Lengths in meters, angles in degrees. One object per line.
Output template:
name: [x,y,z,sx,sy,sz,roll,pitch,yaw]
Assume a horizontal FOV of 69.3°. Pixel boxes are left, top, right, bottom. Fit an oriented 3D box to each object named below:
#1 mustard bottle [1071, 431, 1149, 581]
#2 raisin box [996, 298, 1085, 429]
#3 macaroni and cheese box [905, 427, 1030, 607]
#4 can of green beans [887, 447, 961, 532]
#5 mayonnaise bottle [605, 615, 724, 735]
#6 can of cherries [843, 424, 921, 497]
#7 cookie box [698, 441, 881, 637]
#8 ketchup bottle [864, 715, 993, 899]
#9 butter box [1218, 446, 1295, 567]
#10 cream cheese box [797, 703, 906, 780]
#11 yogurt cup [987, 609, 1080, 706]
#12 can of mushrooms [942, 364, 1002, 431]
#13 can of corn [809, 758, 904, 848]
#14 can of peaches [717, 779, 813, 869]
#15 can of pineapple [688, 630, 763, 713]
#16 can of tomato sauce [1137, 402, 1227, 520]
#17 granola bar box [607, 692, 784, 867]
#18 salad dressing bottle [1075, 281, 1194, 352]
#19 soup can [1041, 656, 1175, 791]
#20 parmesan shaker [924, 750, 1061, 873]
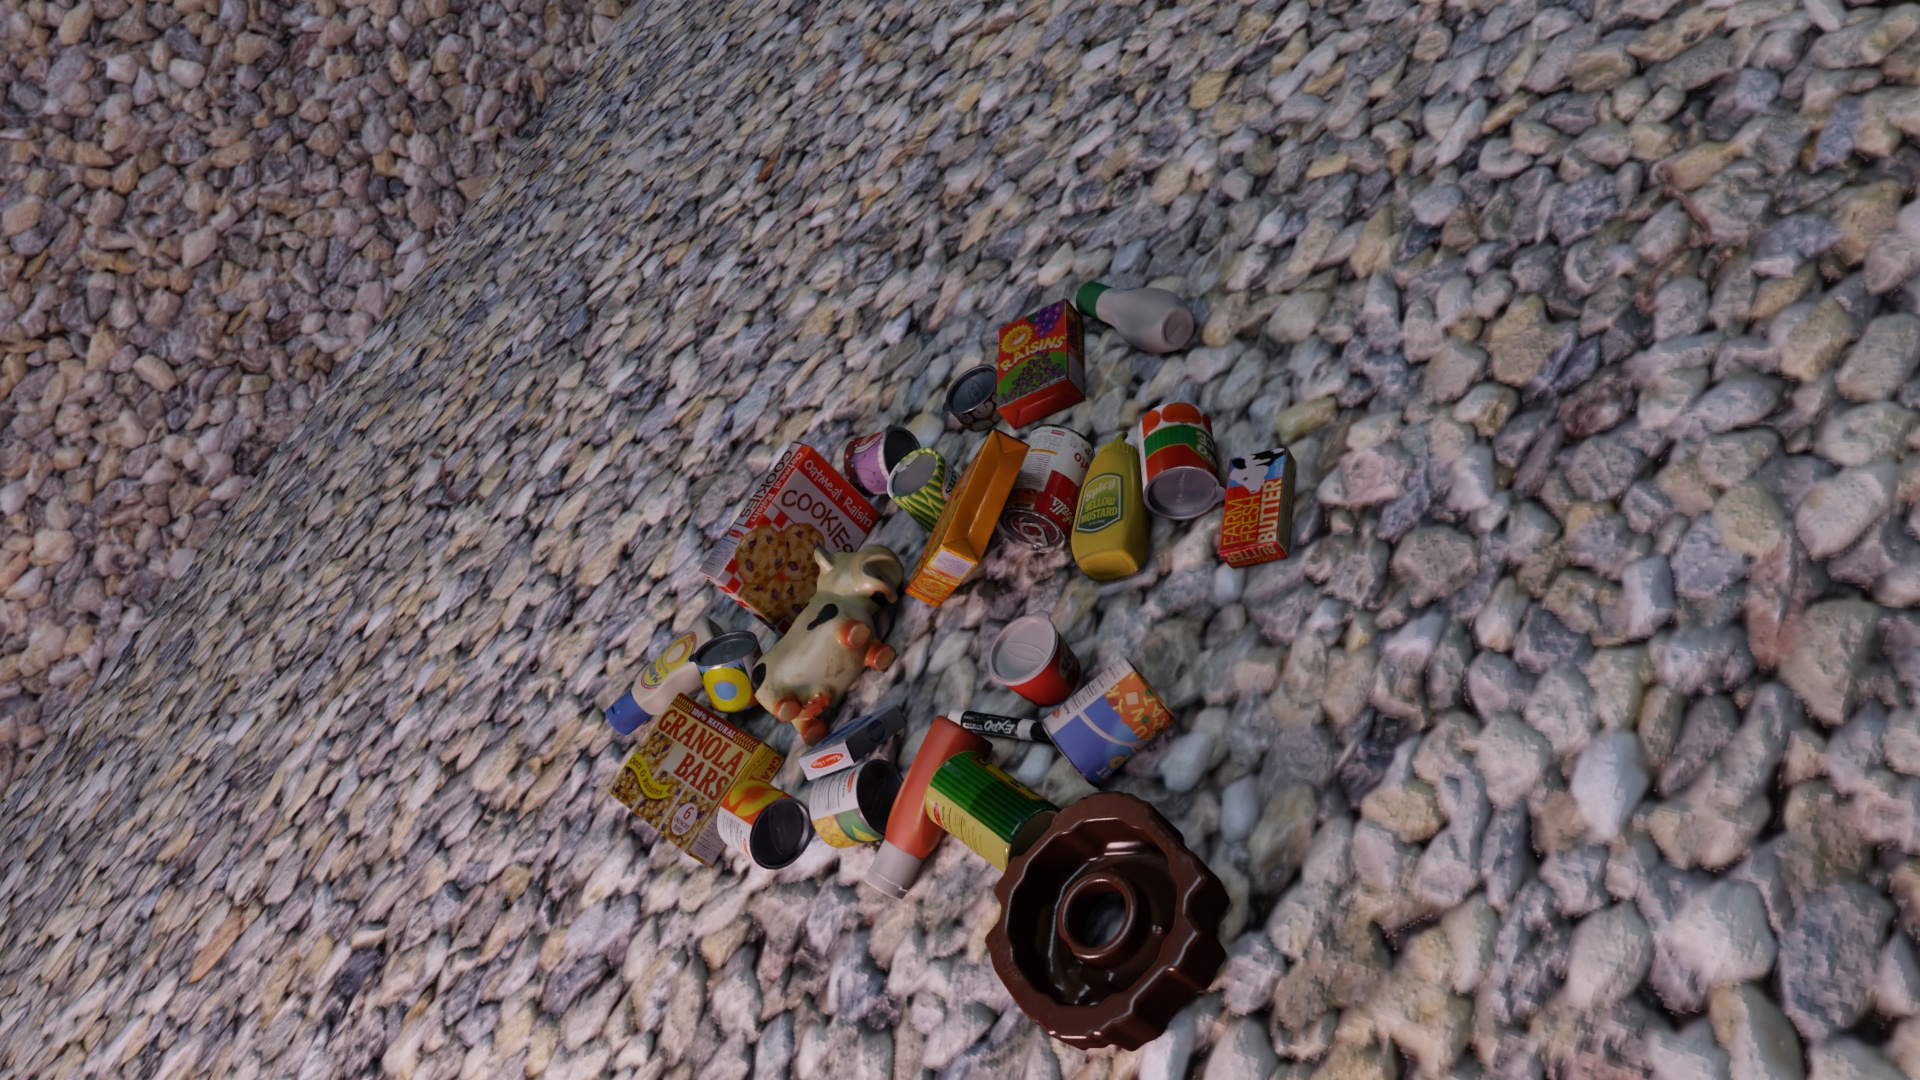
mustard bottle: [0.137,-0.040,1.246,0.065,0.048,0.161,-16,46,29]
raisin box: [0.083,-0.183,1.435,0.086,0.040,0.124,-22,44,27]
macaroni and cheese box: [0.005,-0.016,1.277,0.124,0.040,0.166,-66,5,-20]
can of green beans: [-0.031,-0.051,1.400,0.071,0.057,0.071,-24,42,24]
mayonnaise bottle: [-0.312,0.148,1.480,0.148,0.041,0.065,-40,40,4]
can of cherries: [-0.082,-0.085,1.466,0.058,0.071,0.072,-10,49,37]
cookie box: [-0.172,0.000,1.426,0.040,0.122,0.168,17,68,48]
ketchup bottle: [-0.029,0.222,1.148,0.043,0.064,0.149,21,79,38]
butter box: [0.248,-0.028,1.157,0.053,0.024,0.104,-12,48,33]
cream cheese box: [-0.094,0.177,1.226,0.053,0.024,0.104,-23,2,26]
yogurt cup: [0.065,0.104,1.175,0.072,0.054,0.073,-24,42,24]
can of mushrooms: [0.018,-0.149,1.466,0.071,0.033,0.071,-23,43,24]
can of corn: [-0.085,0.227,1.187,0.058,0.071,0.071,-23,43,34]
can of peaches: [-0.174,0.253,1.244,0.058,0.071,0.071,14,65,48]
can of pineapple: [-0.228,0.132,1.389,0.071,0.057,0.071,-13,24,6]
can of tomato sauce: [0.192,-0.070,1.213,0.071,0.071,0.083,-23,42,25]
granola bar box: [-0.262,0.230,1.362,0.165,0.039,0.124,18,68,48]
salad dressing bottle: [0.172,-0.229,1.396,0.064,0.044,0.148,-50,37,-4]
soup can: [0.118,0.143,1.086,0.084,0.071,0.071,-40,38,5]
parmesan shaker: [0.030,0.219,1.093,0.103,0.071,0.071,26,74,47]
